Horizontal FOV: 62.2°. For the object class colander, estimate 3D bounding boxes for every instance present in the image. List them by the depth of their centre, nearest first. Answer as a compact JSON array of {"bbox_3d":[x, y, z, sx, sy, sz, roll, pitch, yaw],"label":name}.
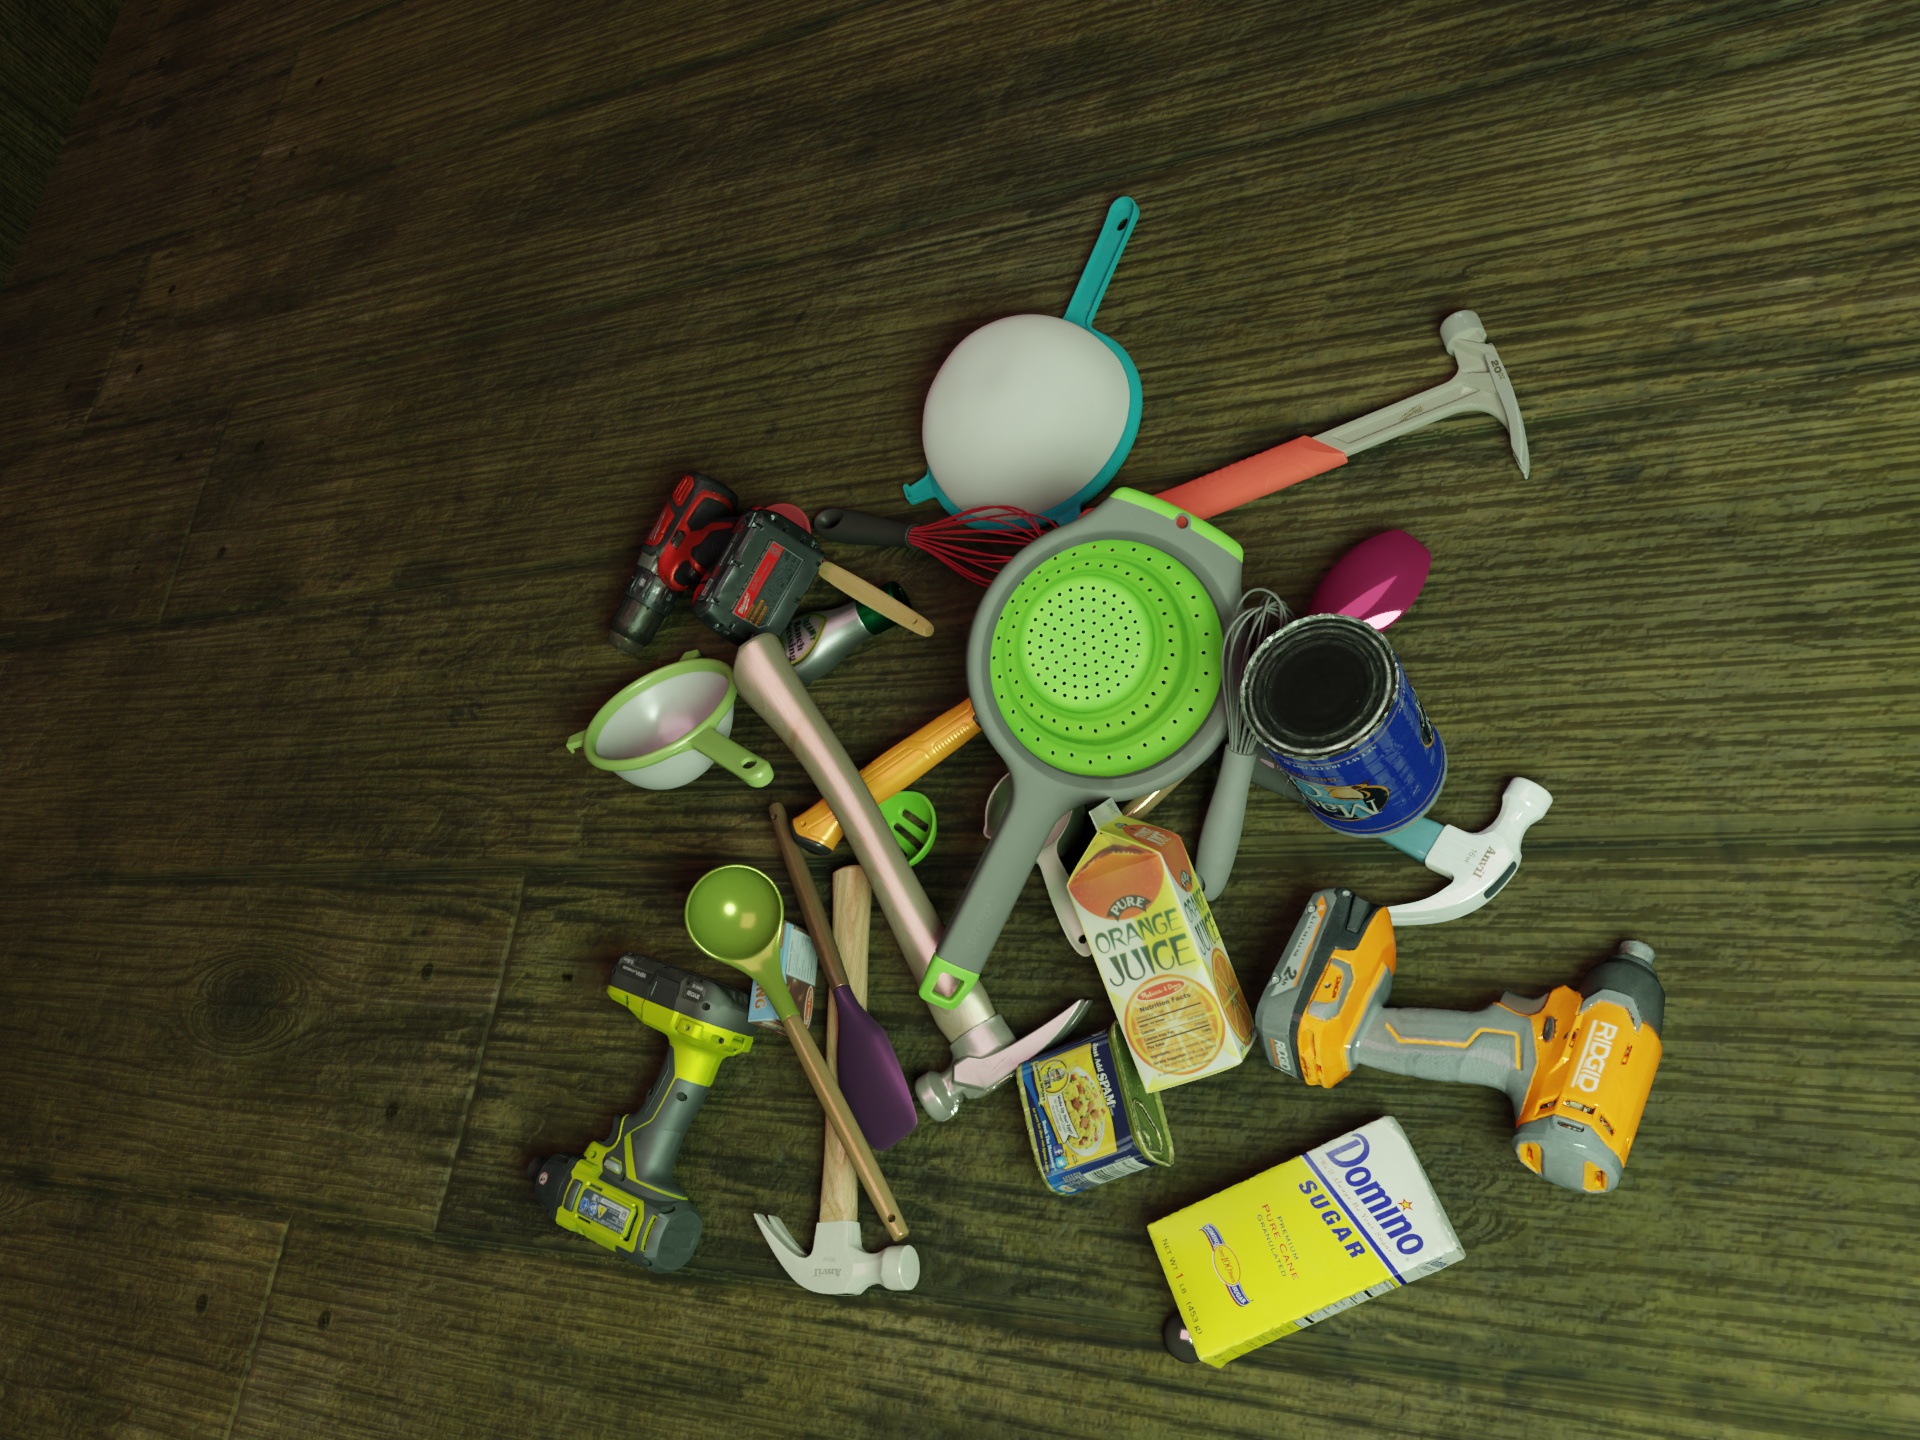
[{"bbox_3d":[0.064,0.023,1.168,0.397,0.204,0.094,-64,12,7],"label":"colander"}]

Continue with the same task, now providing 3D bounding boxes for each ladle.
[{"bbox_3d":[-0.120,0.245,1.202,0.078,0.062,0.320,-30,62,-4],"label":"ladle"},{"bbox_3d":[-0.107,-0.128,1.403,0.069,0.031,0.316,-58,39,1],"label":"ladle"}]

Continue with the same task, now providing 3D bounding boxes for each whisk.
[{"bbox_3d":[0.194,0.021,1.119,0.055,0.055,0.238,26,117,36],"label":"whisk"},{"bbox_3d":[-0.026,-0.160,1.395,0.296,0.073,0.073,13,75,41],"label":"whisk"}]

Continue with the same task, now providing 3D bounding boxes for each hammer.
[{"bbox_3d":[0.245,0.042,1.151,0.331,0.033,0.128,28,82,37],"label":"hammer"},{"bbox_3d":[-0.058,0.095,1.239,0.146,0.038,0.411,-35,70,10],"label":"hammer"},{"bbox_3d":[-0.092,0.273,1.241,0.130,0.031,0.332,-13,61,25],"label":"hammer"},{"bbox_3d":[0.255,-0.193,1.255,0.359,0.036,0.149,-20,59,21],"label":"hammer"},{"bbox_3d":[-0.002,-0.004,1.284,0.337,0.034,0.127,-36,52,9],"label":"hammer"}]

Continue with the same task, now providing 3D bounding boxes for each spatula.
[{"bbox_3d":[-0.103,0.192,1.256,0.059,0.018,0.316,-39,53,21],"label":"spatula"}]

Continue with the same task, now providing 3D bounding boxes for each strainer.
[{"bbox_3d":[-0.225,0.029,1.391,0.151,0.069,0.257,-39,36,-21],"label":"strainer"},{"bbox_3d":[0.070,-0.333,1.394,0.211,0.095,0.340,17,78,35],"label":"strainer"}]

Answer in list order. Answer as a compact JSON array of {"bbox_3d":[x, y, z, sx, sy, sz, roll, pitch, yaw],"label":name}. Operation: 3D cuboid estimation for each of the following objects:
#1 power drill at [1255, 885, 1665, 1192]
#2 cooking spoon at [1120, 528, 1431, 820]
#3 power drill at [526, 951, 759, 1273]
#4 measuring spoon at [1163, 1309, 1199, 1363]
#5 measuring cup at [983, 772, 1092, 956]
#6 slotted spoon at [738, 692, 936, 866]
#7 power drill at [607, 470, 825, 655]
[{"bbox_3d":[0.320,0.183,1.003,0.227,0.084,0.164,15,56,31],"label":"power drill"},{"bbox_3d":[0.218,-0.021,1.166,0.319,0.017,0.069,-45,56,3],"label":"cooking spoon"},{"bbox_3d":[-0.260,0.311,1.296,0.171,0.080,0.223,12,77,34],"label":"power drill"},{"bbox_3d":[0.167,0.363,1.052,0.034,0.018,0.124,18,77,36],"label":"measuring spoon"},{"bbox_3d":[0.075,0.111,1.217,0.083,0.038,0.168,-31,57,15],"label":"measuring cup"},{"bbox_3d":[-0.118,0.034,1.374,0.070,0.031,0.314,-51,51,0],"label":"slotted spoon"},{"bbox_3d":[-0.238,-0.127,1.460,0.227,0.080,0.188,27,86,53],"label":"power drill"}]
